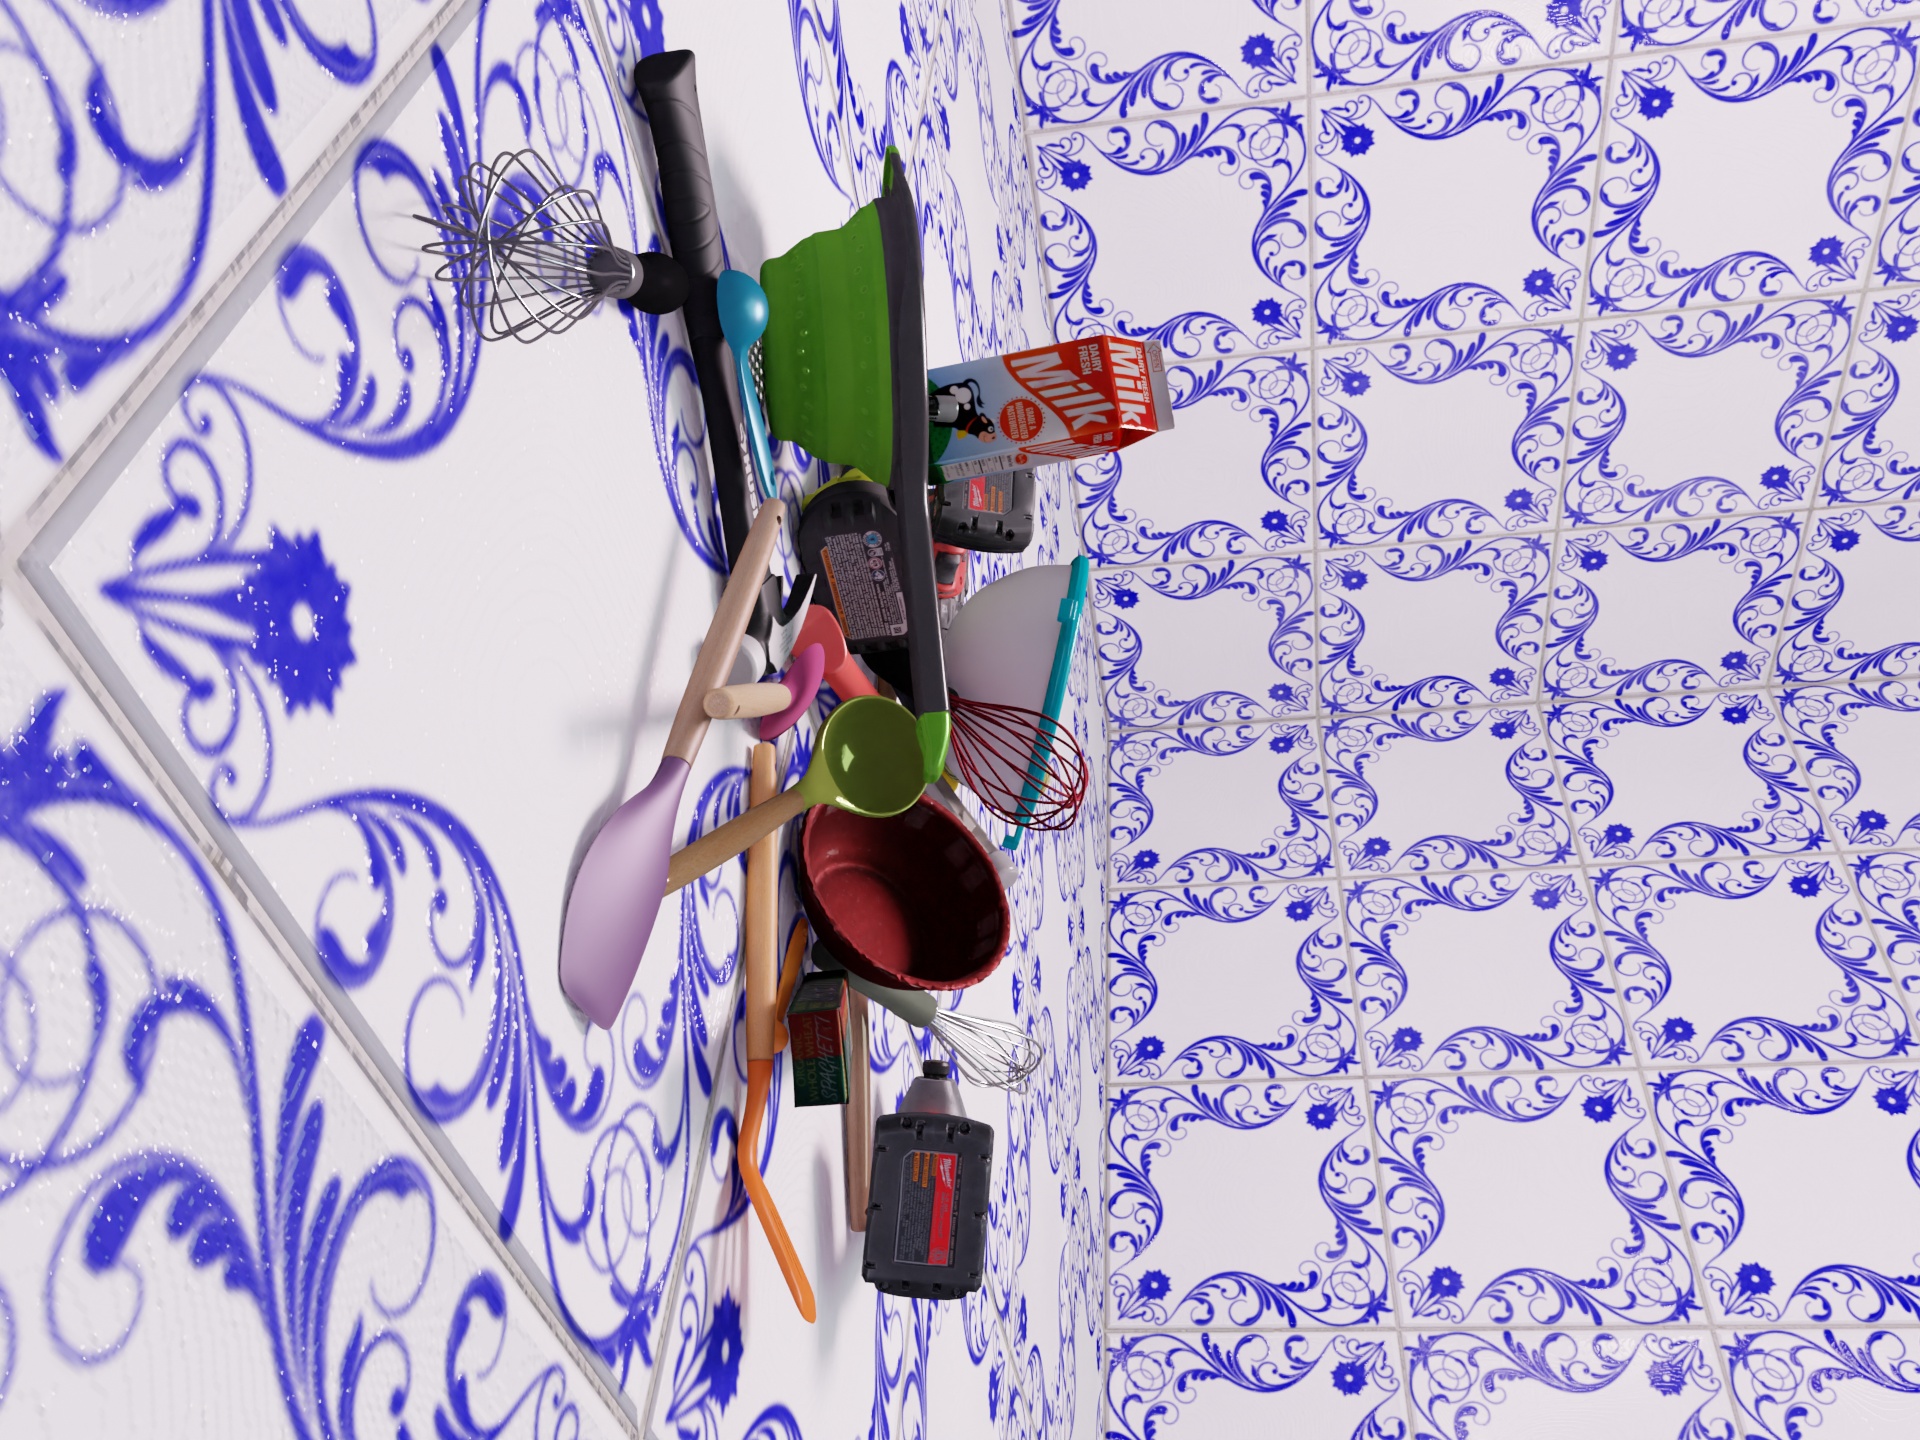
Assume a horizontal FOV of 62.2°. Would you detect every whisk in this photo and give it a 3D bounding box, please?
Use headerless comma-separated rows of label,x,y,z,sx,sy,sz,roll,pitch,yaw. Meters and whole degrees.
whisk,-0.021,0.207,1.116,0.246,0.059,0.058,40,22,-40
whisk,-0.157,-0.196,0.683,0.285,0.070,0.070,-74,159,-77
whisk,-0.002,-0.004,1.097,0.296,0.073,0.073,39,-35,51

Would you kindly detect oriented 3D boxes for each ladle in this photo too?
ladle,-0.093,0.046,0.878,0.078,0.062,0.320,64,20,-2

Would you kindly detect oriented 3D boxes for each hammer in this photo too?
hammer,-0.133,-0.193,0.882,0.146,0.035,0.334,-66,150,-69
hammer,-0.052,0.011,1.180,0.149,0.037,0.358,50,-3,32

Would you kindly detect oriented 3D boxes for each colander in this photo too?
colander,-0.068,-0.154,0.969,0.204,0.094,0.397,108,-23,-73

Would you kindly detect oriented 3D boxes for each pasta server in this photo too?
pasta server,-0.067,0.194,1.108,0.060,0.040,0.316,7,80,-52

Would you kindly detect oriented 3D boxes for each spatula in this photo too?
spatula,-0.131,0.000,0.765,0.059,0.018,0.316,62,31,-42
spatula,-0.103,0.166,0.891,0.081,0.041,0.323,90,-2,-70

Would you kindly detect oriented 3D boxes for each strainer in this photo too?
strainer,0.034,-0.053,1.267,0.340,0.095,0.211,-79,-178,-69

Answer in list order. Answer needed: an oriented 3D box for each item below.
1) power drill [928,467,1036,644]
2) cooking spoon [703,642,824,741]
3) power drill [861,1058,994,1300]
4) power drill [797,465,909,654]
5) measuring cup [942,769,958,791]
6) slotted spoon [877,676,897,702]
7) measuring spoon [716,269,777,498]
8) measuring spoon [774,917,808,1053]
power drill,-0.005,-0.141,1.349,0.226,0.080,0.188,128,-32,-67
cooking spoon,-0.103,-0.012,0.863,0.069,0.017,0.319,-61,179,2
power drill,-0.022,0.319,1.122,0.219,0.078,0.143,99,-4,-83
power drill,-0.061,-0.156,1.183,0.223,0.080,0.171,-88,168,-51
measuring cup,0.002,0.084,1.415,0.156,0.029,0.062,59,15,-9
slotted spoon,-0.056,-0.136,1.347,0.070,0.031,0.314,81,10,-68
measuring spoon,-0.106,-0.180,0.861,0.042,0.021,0.128,-71,153,-64
measuring spoon,-0.103,0.161,0.981,0.117,0.011,0.021,-80,164,-57
